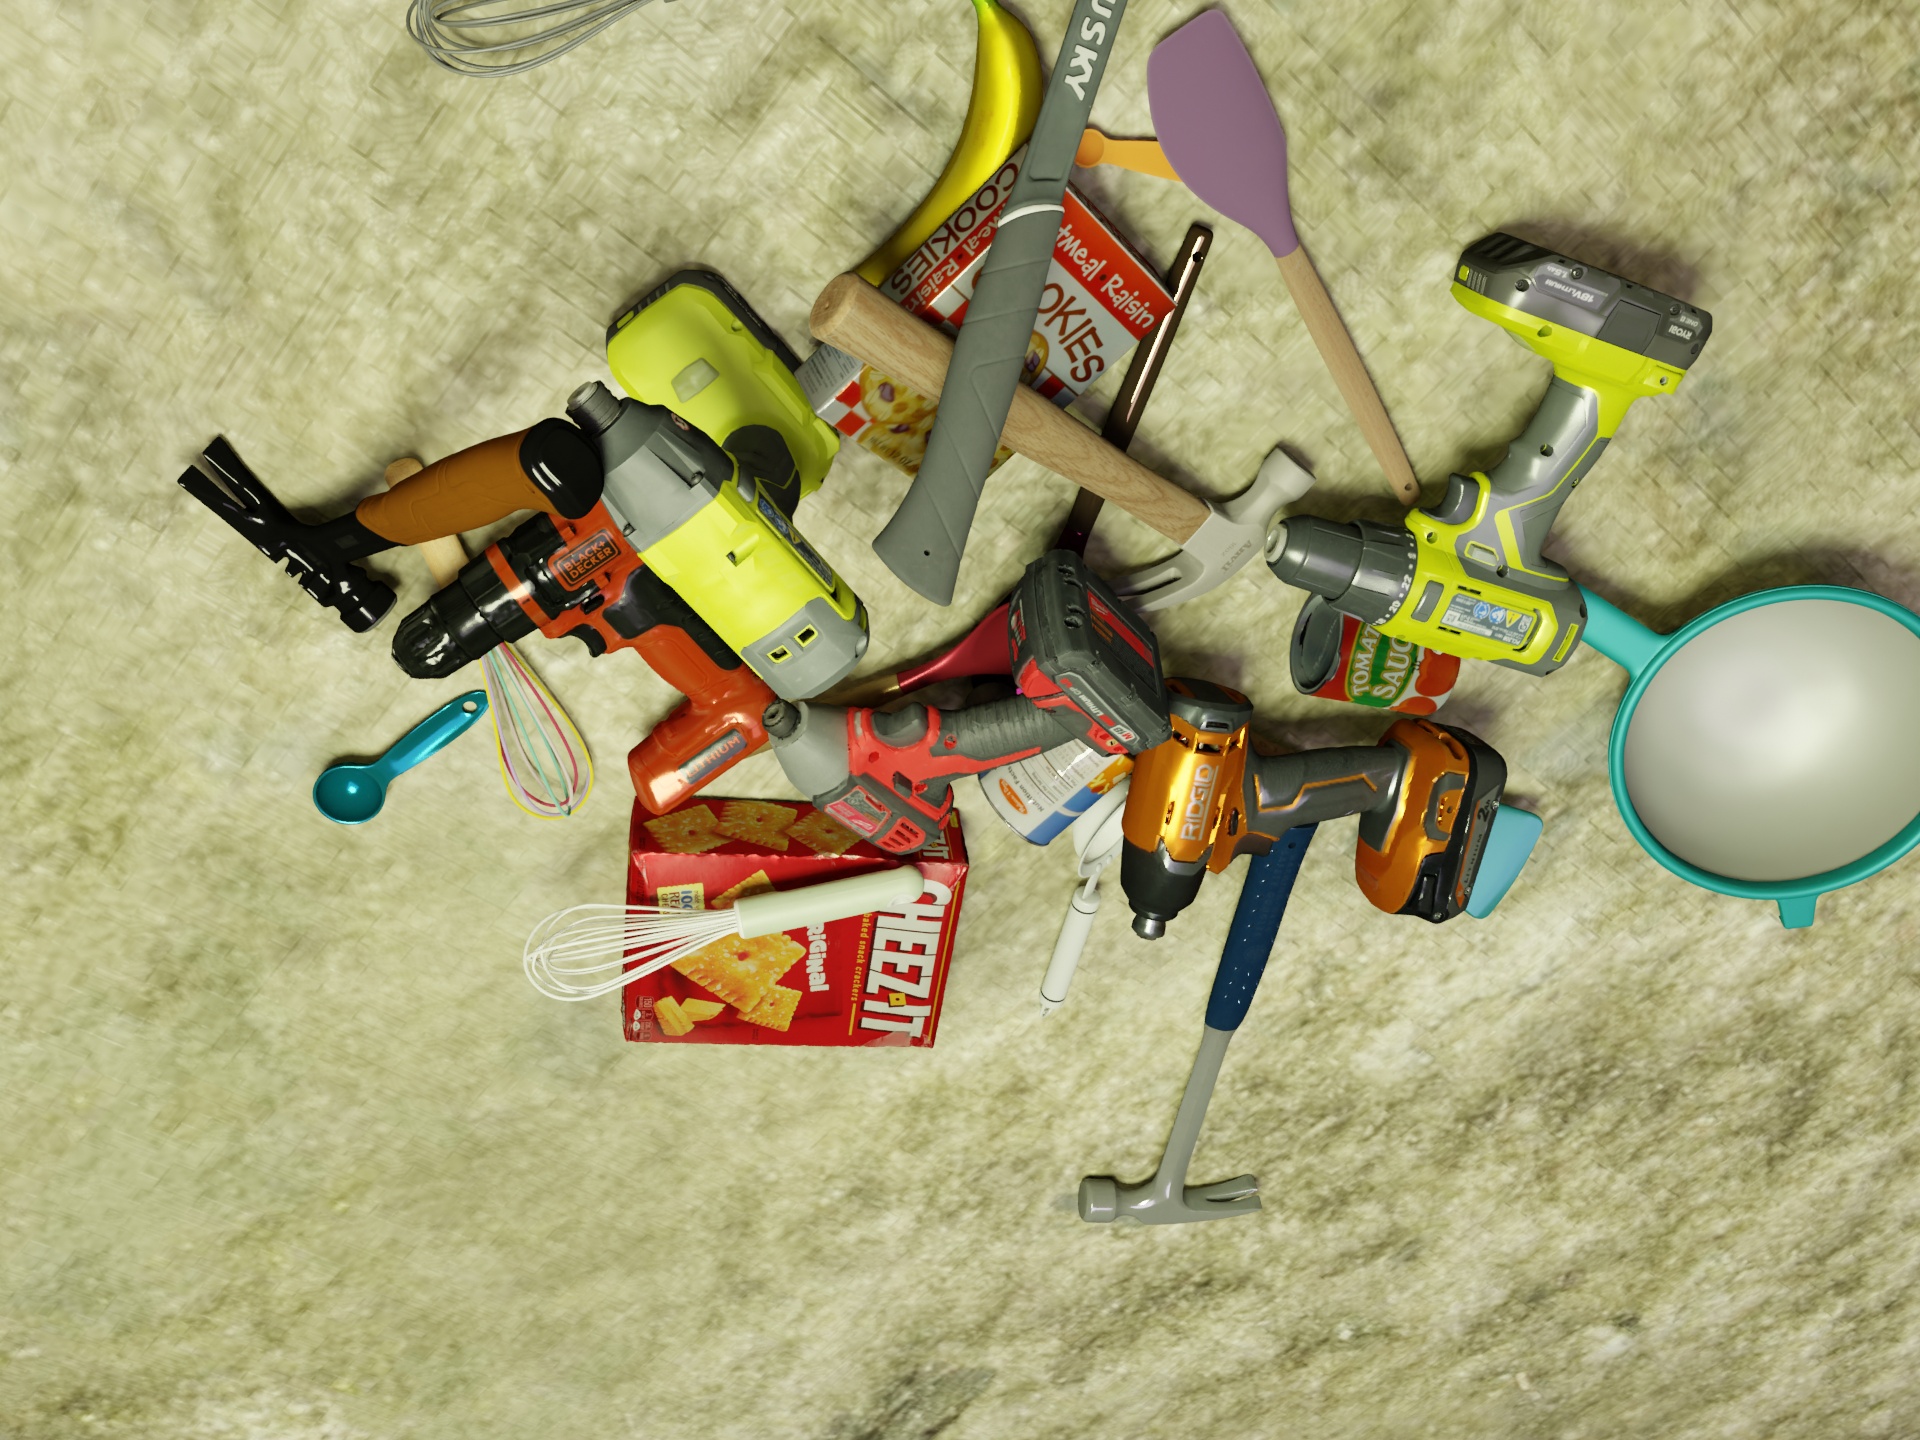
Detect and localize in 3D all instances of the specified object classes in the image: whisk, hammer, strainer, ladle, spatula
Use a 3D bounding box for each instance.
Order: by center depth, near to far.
[{"bbox_3d":[0.044,-0.251,0.736,0.149,0.036,0.409,17,96,-12],"label":"hammer"},{"bbox_3d":[-0.139,-0.346,0.742,0.239,0.055,0.055,-14,124,-3],"label":"whisk"},{"bbox_3d":[-0.270,-0.105,0.761,0.337,0.034,0.127,-3,138,50],"label":"hammer"},{"bbox_3d":[0.052,-0.146,0.848,0.331,0.031,0.130,22,117,-41],"label":"hammer"},{"bbox_3d":[0.187,-0.235,0.870,0.060,0.018,0.315,-34,123,9],"label":"spatula"},{"bbox_3d":[-0.277,-0.039,0.929,0.047,0.051,0.244,-13,121,8],"label":"whisk"},{"bbox_3d":[-0.142,0.122,0.968,0.246,0.059,0.057,-11,156,-8],"label":"whisk"},{"bbox_3d":[-0.059,-0.012,0.975,0.315,0.031,0.069,-20,133,13],"label":"ladle"},{"bbox_3d":[0.463,-0.032,1.016,0.340,0.095,0.211,32,113,-3],"label":"strainer"},{"bbox_3d":[0.237,0.039,1.047,0.317,0.044,0.082,23,104,-19],"label":"spatula"},{"bbox_3d":[0.085,0.116,1.081,0.087,0.050,0.258,-29,145,-43],"label":"strainer"},{"bbox_3d":[0.196,0.231,1.175,0.144,0.035,0.405,4,123,-10],"label":"hammer"}]

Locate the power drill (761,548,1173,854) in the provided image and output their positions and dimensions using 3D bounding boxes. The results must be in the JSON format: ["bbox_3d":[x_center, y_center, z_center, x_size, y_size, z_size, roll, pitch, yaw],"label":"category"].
[{"bbox_3d":[-0.001,-0.003,0.919,0.219,0.079,0.143,-26,137,26],"label":"power drill"}]

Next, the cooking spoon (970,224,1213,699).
[{"bbox_3d":[0.078,-0.134,0.927,0.068,0.017,0.318,13,121,-15],"label":"cooking spoon"}]

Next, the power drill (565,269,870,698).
[{"bbox_3d":[-0.120,-0.129,0.779,0.080,0.223,0.171,-34,121,14],"label":"power drill"}]

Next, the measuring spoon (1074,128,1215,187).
[{"bbox_3d":[0.112,-0.294,0.832,0.117,0.011,0.021,3,122,-14],"label":"measuring spoon"}]

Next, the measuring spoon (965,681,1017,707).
[{"bbox_3d":[-0.010,0.020,1.010,0.034,0.018,0.124,35,120,-27],"label":"measuring spoon"}]

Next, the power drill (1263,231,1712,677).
[{"bbox_3d":[0.293,-0.147,0.894,0.190,0.080,0.228,15,113,-13],"label":"power drill"}]

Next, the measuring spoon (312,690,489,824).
[{"bbox_3d":[-0.340,0.017,0.977,0.128,0.021,0.042,-35,121,4],"label":"measuring spoon"}]

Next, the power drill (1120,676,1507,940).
[{"bbox_3d":[0.208,0.066,0.989,0.226,0.084,0.164,7,107,-16],"label":"power drill"}]
